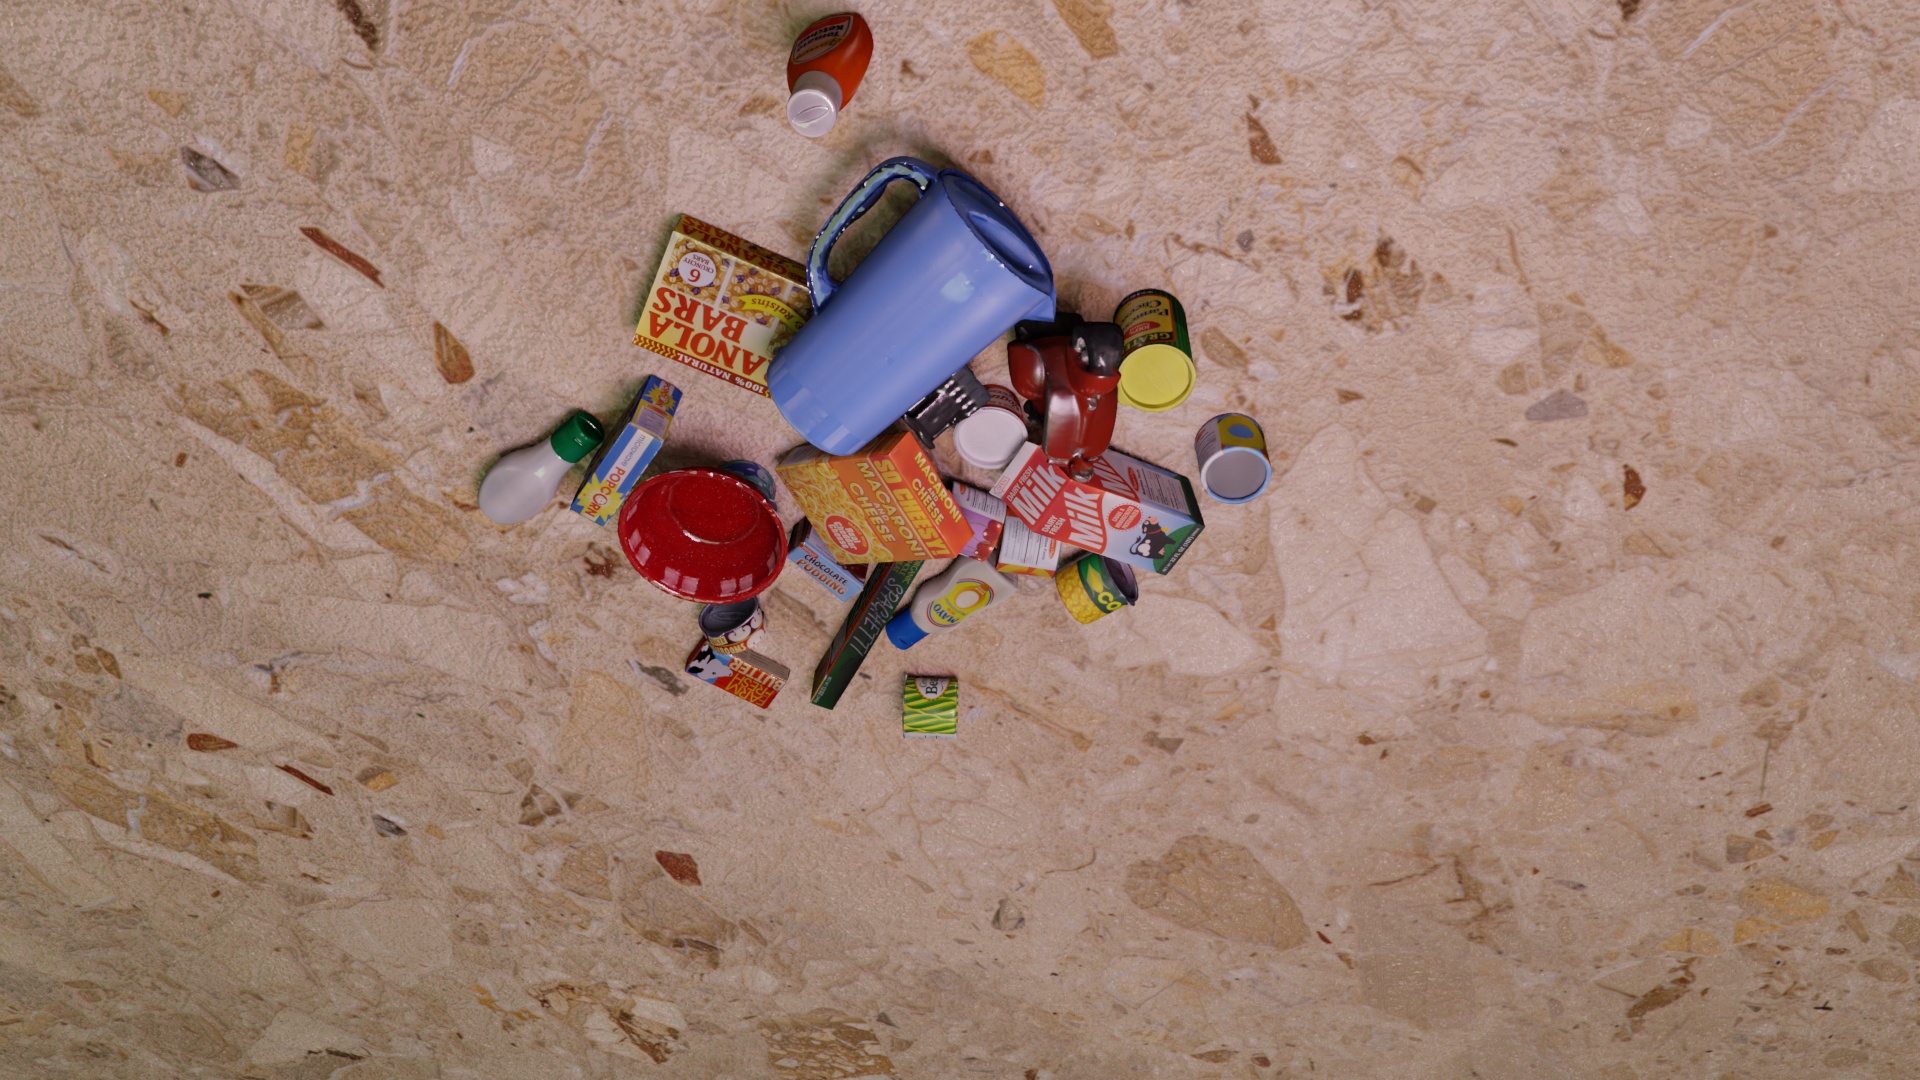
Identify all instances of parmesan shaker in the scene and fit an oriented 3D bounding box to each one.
[{"bbox_3d":[0.164,-0.165,1.205,0.071,0.103,0.071,1,127,2],"label":"parmesan shaker"}]

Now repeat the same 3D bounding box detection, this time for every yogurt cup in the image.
[{"bbox_3d":[0.029,-0.108,1.288,0.072,0.054,0.072,2,128,2],"label":"yogurt cup"}]

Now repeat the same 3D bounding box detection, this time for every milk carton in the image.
[{"bbox_3d":[0.126,-0.039,1.304,0.190,0.074,0.072,18,128,-23],"label":"milk carton"}]

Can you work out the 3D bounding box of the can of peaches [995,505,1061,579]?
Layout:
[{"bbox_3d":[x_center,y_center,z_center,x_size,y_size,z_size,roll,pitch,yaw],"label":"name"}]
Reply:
[{"bbox_3d":[0.067,0.002,1.364,0.058,0.071,0.070,8,128,-3],"label":"can of peaches"}]

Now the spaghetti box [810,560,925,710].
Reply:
[{"bbox_3d":[-0.096,0.079,1.442,0.029,0.050,0.248,22,126,-15],"label":"spaghetti box"}]

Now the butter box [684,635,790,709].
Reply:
[{"bbox_3d":[-0.243,0.142,1.515,0.103,0.024,0.053,29,123,-18],"label":"butter box"}]

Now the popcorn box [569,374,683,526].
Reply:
[{"bbox_3d":[-0.314,-0.085,1.307,0.038,0.085,0.126,31,123,-20],"label":"popcorn box"}]

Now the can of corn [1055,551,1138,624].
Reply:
[{"bbox_3d":[0.137,0.046,1.389,0.058,0.071,0.071,-29,121,24],"label":"can of corn"}]

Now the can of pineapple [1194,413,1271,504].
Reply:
[{"bbox_3d":[0.256,-0.075,1.297,0.071,0.058,0.070,1,128,2],"label":"can of pineapple"}]

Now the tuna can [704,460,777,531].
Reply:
[{"bbox_3d":[-0.213,-0.044,1.365,0.071,0.033,0.070,2,128,2],"label":"tuna can"}]

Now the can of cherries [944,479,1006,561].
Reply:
[{"bbox_3d":[0.005,-0.017,1.352,0.058,0.072,0.071,20,126,-13],"label":"can of cherries"}]

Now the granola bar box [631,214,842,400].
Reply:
[{"bbox_3d":[-0.193,-0.201,1.239,0.165,0.039,0.123,22,125,-13],"label":"granola bar box"}]

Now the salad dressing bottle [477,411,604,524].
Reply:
[{"bbox_3d":[-0.407,-0.071,1.350,0.147,0.044,0.064,-34,117,24],"label":"salad dressing bottle"}]

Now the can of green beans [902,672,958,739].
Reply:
[{"bbox_3d":[-0.032,0.182,1.507,0.058,0.071,0.071,1,128,2],"label":"can of green beans"}]

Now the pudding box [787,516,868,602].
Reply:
[{"bbox_3d":[-0.133,0.018,1.397,0.030,0.050,0.083,-36,118,28],"label":"pudding box"}]

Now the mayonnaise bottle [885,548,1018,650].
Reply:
[{"bbox_3d":[-0.013,0.063,1.429,0.147,0.041,0.064,-36,120,26],"label":"mayonnaise bottle"}]

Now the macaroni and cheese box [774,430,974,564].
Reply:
[{"bbox_3d":[-0.082,-0.038,1.303,0.166,0.040,0.123,-4,127,45],"label":"macaroni and cheese box"}]

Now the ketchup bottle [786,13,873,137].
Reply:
[{"bbox_3d":[-0.103,-0.350,1.049,0.064,0.149,0.043,-16,126,15],"label":"ketchup bottle"}]

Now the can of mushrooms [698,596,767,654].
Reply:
[{"bbox_3d":[-0.237,0.087,1.443,0.071,0.071,0.033,-10,128,11],"label":"can of mushrooms"}]
